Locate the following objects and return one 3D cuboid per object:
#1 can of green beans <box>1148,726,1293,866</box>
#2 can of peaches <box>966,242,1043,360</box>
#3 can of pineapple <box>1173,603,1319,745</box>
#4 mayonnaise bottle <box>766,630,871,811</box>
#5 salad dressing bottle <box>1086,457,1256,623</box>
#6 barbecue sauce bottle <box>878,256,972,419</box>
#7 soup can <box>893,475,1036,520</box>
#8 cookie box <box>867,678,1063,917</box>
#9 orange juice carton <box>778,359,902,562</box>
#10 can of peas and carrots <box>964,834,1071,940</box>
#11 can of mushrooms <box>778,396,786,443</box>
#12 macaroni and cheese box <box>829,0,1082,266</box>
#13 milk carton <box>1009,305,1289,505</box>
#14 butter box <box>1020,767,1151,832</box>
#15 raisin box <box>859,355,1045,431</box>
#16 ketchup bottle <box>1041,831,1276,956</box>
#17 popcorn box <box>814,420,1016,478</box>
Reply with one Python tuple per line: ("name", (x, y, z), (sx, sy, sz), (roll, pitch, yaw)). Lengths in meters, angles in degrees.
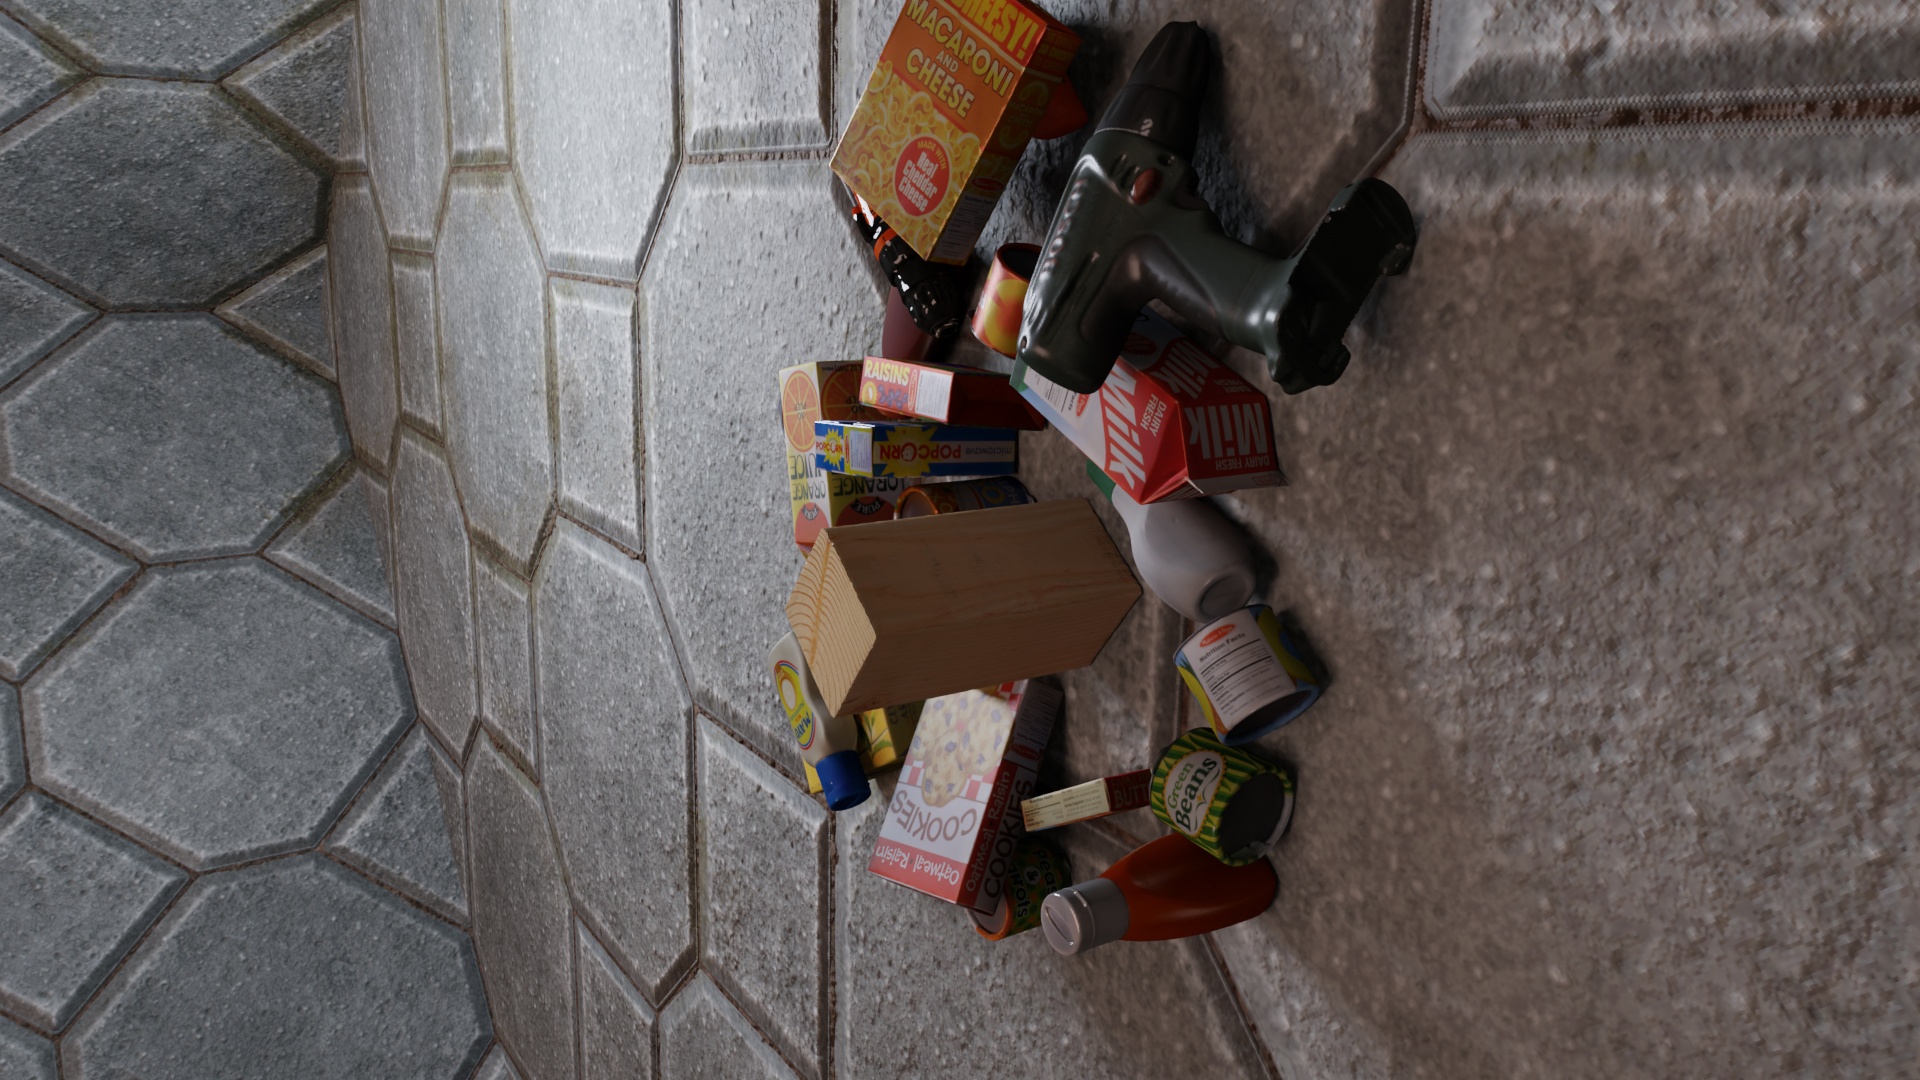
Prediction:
("can of green beans", (0.157, 0.154, 0.837), (0.058, 0.071, 0.071), (27, 118, 51))
("can of peaches", (0.045, -0.163, 0.945), (0.071, 0.071, 0.057), (53, 136, 37))
("can of pineapple", (0.167, 0.079, 0.811), (0.058, 0.071, 0.070), (63, 142, 27))
("mayonnaise bottle", (-0.115, 0.148, 1.144), (0.064, 0.041, 0.148), (-53, 52, 44))
("salad dressing bottle", (0.126, -0.011, 0.862), (0.148, 0.064, 0.043), (-122, 24, -45))
("barbecue sauce bottle", (-0.035, -0.165, 1.087), (0.065, 0.044, 0.147), (48, 134, 38))
("soup can", (0.004, -0.013, 1.021), (0.071, 0.084, 0.071), (14, 108, 54))
("cookie box", (0.003, 0.183, 1.034), (0.123, 0.040, 0.168), (-2, 65, 56))
("orange juice carton", (-0.098, -0.055, 1.178), (0.073, 0.072, 0.192), (-2, 94, 57))
("can of peas and carrots", (0.041, 0.259, 1.038), (0.071, 0.059, 0.070), (17, 110, 54))
("can of mushrooms", (-0.136, -0.112, 1.258), (0.071, 0.033, 0.071), (17, 111, 54))
("macaroni and cheese box", (-0.007, -0.284, 0.907), (0.124, 0.040, 0.165), (49, 122, 30))
("milk carton", (0.116, -0.083, 0.851), (0.191, 0.072, 0.073), (49, 134, 42))
("butter box", (0.091, 0.179, 0.953), (0.103, 0.053, 0.024), (-31, 67, 53))
("raisin box", (-0.006, -0.108, 1.016), (0.123, 0.086, 0.040), (20, 107, 53))
("ketchup bottle", (0.117, 0.211, 0.833), (0.065, 0.149, 0.043), (47, 131, 41))
("popcorn box", (-0.033, -0.068, 1.027), (0.085, 0.127, 0.038), (13, 103, 55))
